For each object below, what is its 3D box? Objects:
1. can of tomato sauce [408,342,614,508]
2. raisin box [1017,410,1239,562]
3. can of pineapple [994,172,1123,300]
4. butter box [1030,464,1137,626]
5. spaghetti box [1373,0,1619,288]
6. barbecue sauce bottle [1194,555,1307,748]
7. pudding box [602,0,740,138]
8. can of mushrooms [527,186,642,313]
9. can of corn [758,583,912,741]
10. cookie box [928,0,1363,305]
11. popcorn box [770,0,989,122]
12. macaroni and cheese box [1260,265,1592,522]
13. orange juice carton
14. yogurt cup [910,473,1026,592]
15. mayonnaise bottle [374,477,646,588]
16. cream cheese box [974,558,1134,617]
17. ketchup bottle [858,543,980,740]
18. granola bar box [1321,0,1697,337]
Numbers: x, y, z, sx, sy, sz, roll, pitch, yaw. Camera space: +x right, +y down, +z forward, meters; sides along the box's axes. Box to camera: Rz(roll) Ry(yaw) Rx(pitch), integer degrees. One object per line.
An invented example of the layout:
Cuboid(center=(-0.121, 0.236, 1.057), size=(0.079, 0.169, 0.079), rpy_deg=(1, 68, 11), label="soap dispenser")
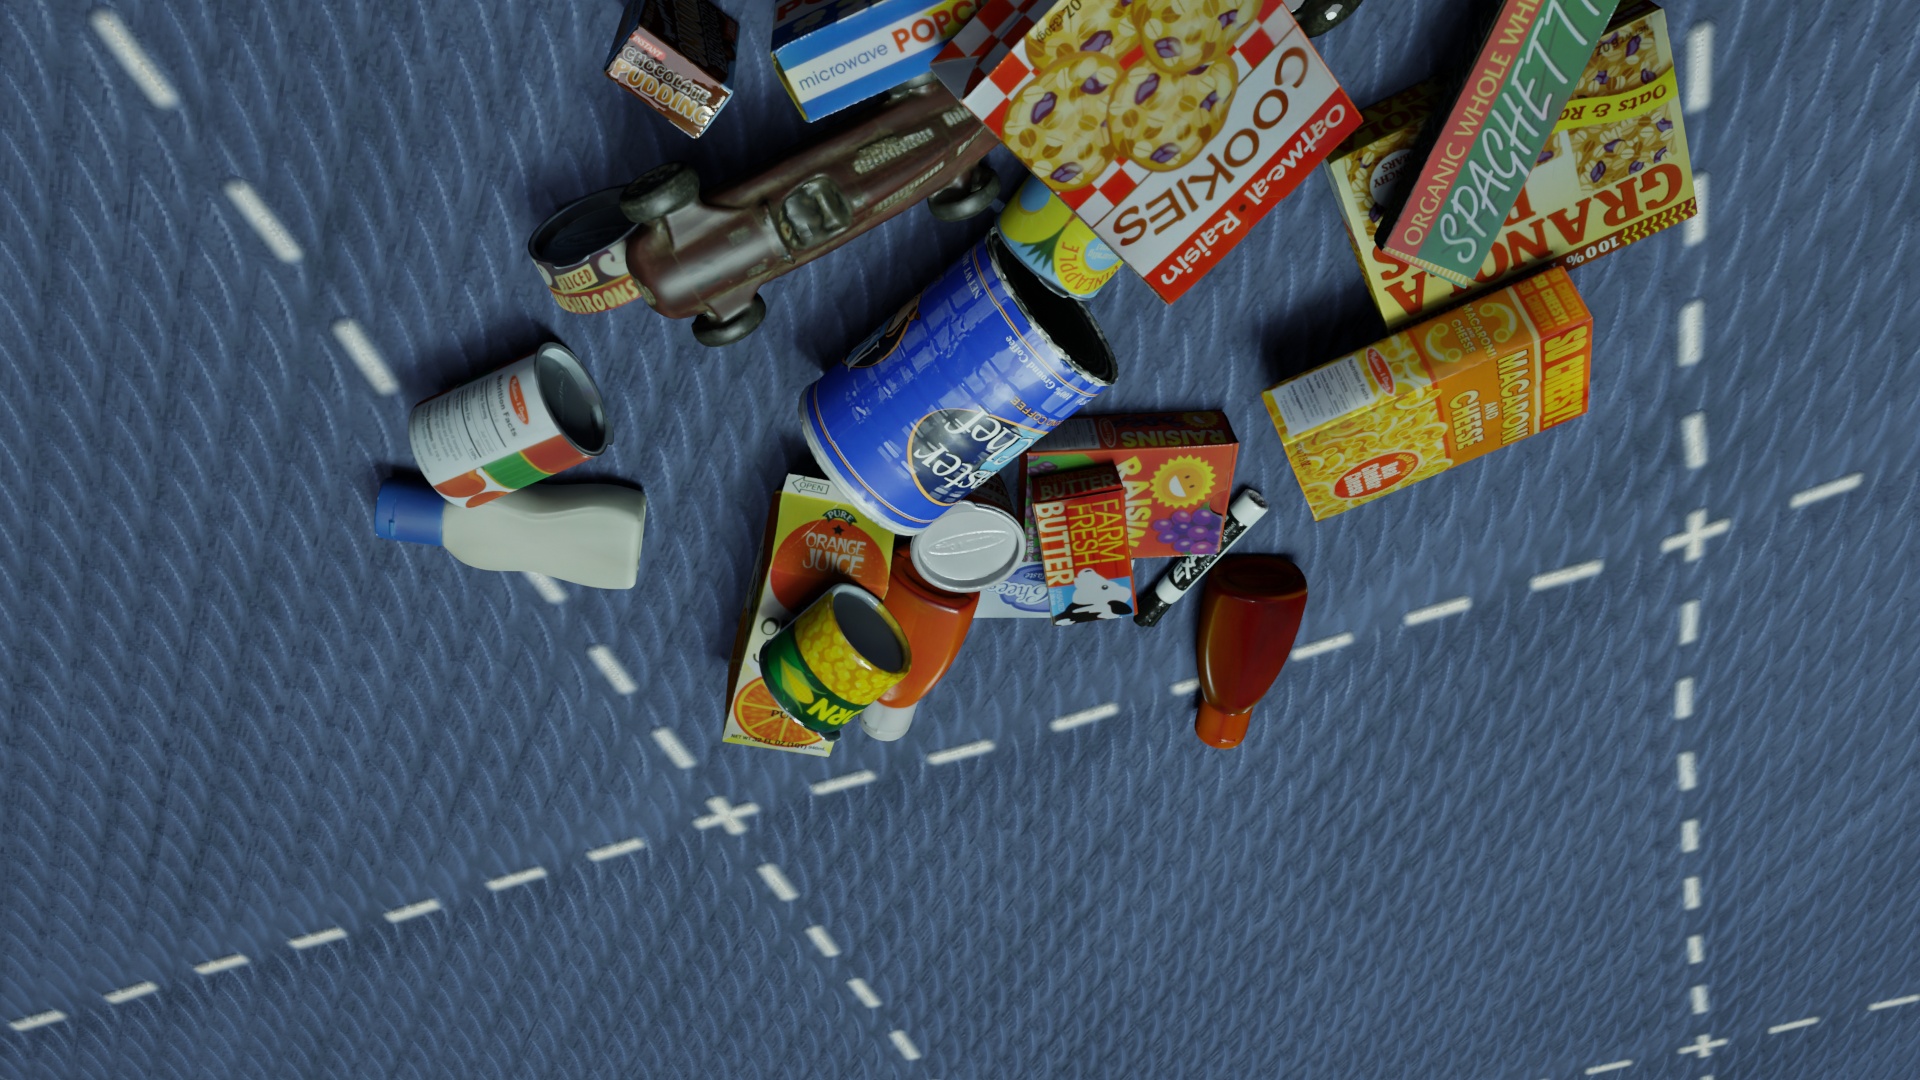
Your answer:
Cuboid(center=(-0.245, -0.061, 0.761), size=(0.083, 0.071, 0.071), rpy_deg=(-21, 128, 13), label="can of tomato sauce")
Cuboid(center=(0.097, -0.032, 0.834), size=(0.123, 0.040, 0.085), rpy_deg=(-3, 129, -4), label="raisin box")
Cuboid(center=(0.061, -0.163, 0.701), size=(0.071, 0.071, 0.057), rpy_deg=(27, 122, -25), label="can of pineapple")
Cuboid(center=(0.073, 0.005, 0.820), size=(0.053, 0.024, 0.103), rpy_deg=(-9, 130, 4), label="butter box")
Cuboid(center=(0.269, -0.242, 0.641), size=(0.050, 0.029, 0.249), rpy_deg=(20, 113, -4), label="spaghetti box")
Cuboid(center=(0.187, 0.078, 0.931), size=(0.065, 0.044, 0.147), rpy_deg=(0, 130, -6), label="barbecue sauce bottle")
Cuboid(center=(-0.128, -0.221, 0.626), size=(0.049, 0.084, 0.030), rpy_deg=(32, 120, -27), label="pudding box")
Cuboid(center=(-0.179, -0.144, 0.694), size=(0.071, 0.071, 0.033), rpy_deg=(-14, 131, 7), label="can of mushrooms")
Cuboid(center=(-0.069, 0.068, 0.785), size=(0.058, 0.071, 0.071), rpy_deg=(-40, 122, 22), label="can of corn")
Cuboid(center=(0.087, -0.193, 0.604), size=(0.122, 0.040, 0.167), rpy_deg=(-44, 137, 14), label="cookie box")
Cuboid(center=(-0.020, -0.242, 0.618), size=(0.126, 0.085, 0.038), rpy_deg=(-20, 128, 11), label="popcorn box")
Cuboid(center=(0.263, -0.078, 0.782), size=(0.166, 0.040, 0.123), rpy_deg=(-23, 154, 13), label="macaroni and cheese box")
Cuboid(center=(-0.092, 0.039, 0.853), size=(0.072, 0.073, 0.191), rpy_deg=(11, 127, -14), label="orange juice carton")
Cuboid(center=(0.003, -0.010, 0.833), size=(0.072, 0.054, 0.072), rpy_deg=(-3, 130, -3), label="yogurt cup")
Cuboid(center=(-0.263, -0.010, 0.818), size=(0.148, 0.041, 0.064), rpy_deg=(8, 127, -11), label="mayonnaise bottle")
Cuboid(center=(0.056, 0.023, 0.886), size=(0.104, 0.024, 0.053), rpy_deg=(0, 131, -5), label="cream cheese box")
Cuboid(center=(-0.035, 0.072, 0.899), size=(0.065, 0.044, 0.148), rpy_deg=(32, 133, 13), label="ketchup bottle")
Cuboid(center=(0.282, -0.190, 0.720), size=(0.165, 0.039, 0.123), rpy_deg=(-23, 127, 13), label="granola bar box")
